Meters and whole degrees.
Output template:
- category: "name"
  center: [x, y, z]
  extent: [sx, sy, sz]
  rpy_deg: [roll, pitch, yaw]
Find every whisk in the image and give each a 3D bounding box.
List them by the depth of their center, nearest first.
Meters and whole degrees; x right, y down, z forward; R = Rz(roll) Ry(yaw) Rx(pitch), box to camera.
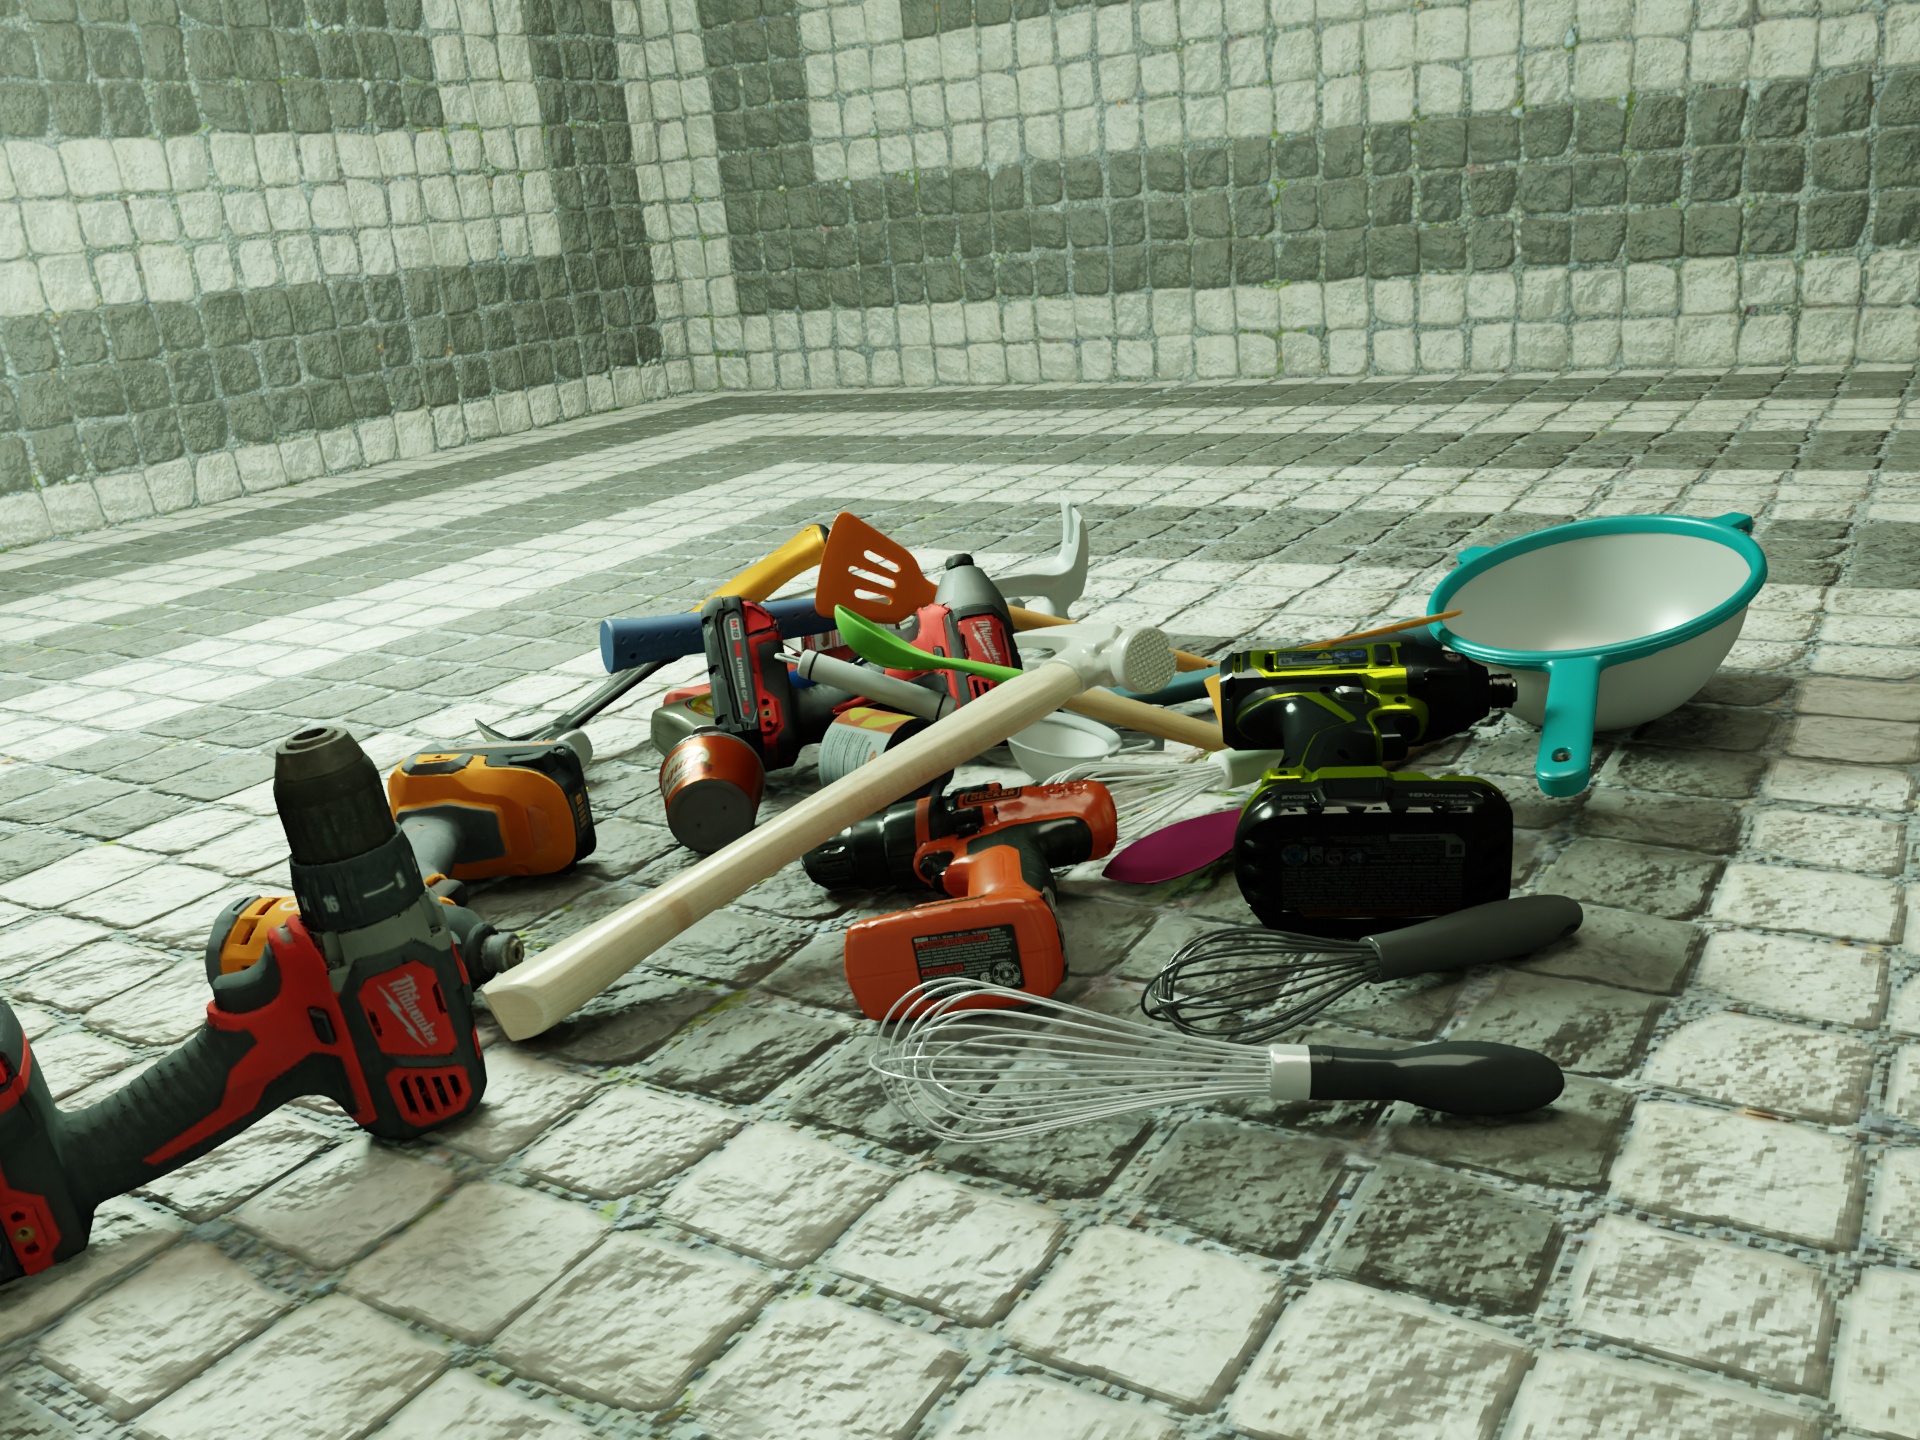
- category: "whisk"
  center: [0.103, 0.145, 0.657]
  extent: [0.284, 0.070, 0.070]
  rpy_deg: [1, 19, 6]
- category: "whisk"
  center: [0.194, 0.109, 0.745]
  extent: [0.239, 0.055, 0.055]
  rpy_deg: [-8, 18, -19]
- category: "whisk"
  center: [0.155, 0.034, 0.986]
  extent: [0.246, 0.057, 0.059]
  rpy_deg: [-14, 54, -26]

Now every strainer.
- category: "strainer"
  center: [0.404, -0.021, 1.018]
  extent: [0.211, 0.095, 0.340]
  rpy_deg: [-5, 29, 29]
- category: "strainer"
  center: [-0.002, -0.003, 1.055]
  extent: [0.258, 0.050, 0.087]
  rpy_deg: [18, 20, 5]

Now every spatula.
- category: "spatula"
  center: [0.051, -0.077, 1.201]
  extent: [0.322, 0.081, 0.041]
  rpy_deg: [14, -8, -7]

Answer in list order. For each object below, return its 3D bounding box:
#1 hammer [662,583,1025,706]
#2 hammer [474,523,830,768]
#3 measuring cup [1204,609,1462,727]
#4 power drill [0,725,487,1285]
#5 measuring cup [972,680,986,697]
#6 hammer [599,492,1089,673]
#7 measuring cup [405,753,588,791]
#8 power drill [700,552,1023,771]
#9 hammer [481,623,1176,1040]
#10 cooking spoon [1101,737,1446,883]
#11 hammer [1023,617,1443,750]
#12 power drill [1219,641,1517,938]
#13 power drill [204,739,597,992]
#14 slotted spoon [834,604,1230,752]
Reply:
- category: "hammer"
  center: [-0.110, -0.059, 1.354]
  extent: [0.149, 0.036, 0.359]
  rpy_deg: [10, 24, 40]
- category: "hammer"
  center: [-0.224, -0.065, 1.262]
  extent: [0.127, 0.034, 0.337]
  rpy_deg: [8, 38, 44]
- category: "measuring cup"
  center: [0.253, -0.028, 1.060]
  extent: [0.173, 0.052, 0.095]
  rpy_deg: [-16, -4, 15]
- category: "power drill"
  center: [-0.326, 0.117, 0.664]
  extent: [0.226, 0.187, 0.080]
  rpy_deg: [-19, 21, -25]
- category: "measuring cup"
  center: [-0.028, -0.005, 1.180]
  extent: [0.167, 0.038, 0.083]
  rpy_deg: [-31, 25, -26]
- category: "hammer"
  center: [-0.077, -0.092, 1.236]
  extent: [0.405, 0.144, 0.035]
  rpy_deg: [-11, 47, -26]
- category: "measuring cup"
  center: [-0.334, 0.038, 1.137]
  extent: [0.156, 0.029, 0.062]
  rpy_deg: [1, 19, 23]
- category: "power drill"
  center: [-0.067, -0.042, 1.118]
  extent: [0.219, 0.143, 0.078]
  rpy_deg: [-7, -18, -9]
- category: "hammer"
  center: [-0.074, 0.049, 0.879]
  extent: [0.410, 0.038, 0.146]
  rpy_deg: [-30, 16, -24]
- category: "cooking spoon"
  center: [0.209, 0.046, 0.970]
  extent: [0.319, 0.017, 0.069]
  rpy_deg: [-20, 14, -36]
- category: "hammer"
  center: [0.211, -0.035, 1.179]
  extent: [0.331, 0.033, 0.128]
  rpy_deg: [-12, 23, -21]
- category: "power drill"
  center: [0.229, 0.024, 0.879]
  extent: [0.171, 0.080, 0.223]
  rpy_deg: [-2, 28, 12]
- category: "power drill"
  center: [-0.290, 0.089, 0.902]
  extent: [0.164, 0.084, 0.227]
  rpy_deg: [-1, 23, 12]
- category: "slotted spoon"
  center: [0.064, -0.018, 1.047]
  extent: [0.314, 0.031, 0.070]
  rpy_deg: [16, 5, 3]
